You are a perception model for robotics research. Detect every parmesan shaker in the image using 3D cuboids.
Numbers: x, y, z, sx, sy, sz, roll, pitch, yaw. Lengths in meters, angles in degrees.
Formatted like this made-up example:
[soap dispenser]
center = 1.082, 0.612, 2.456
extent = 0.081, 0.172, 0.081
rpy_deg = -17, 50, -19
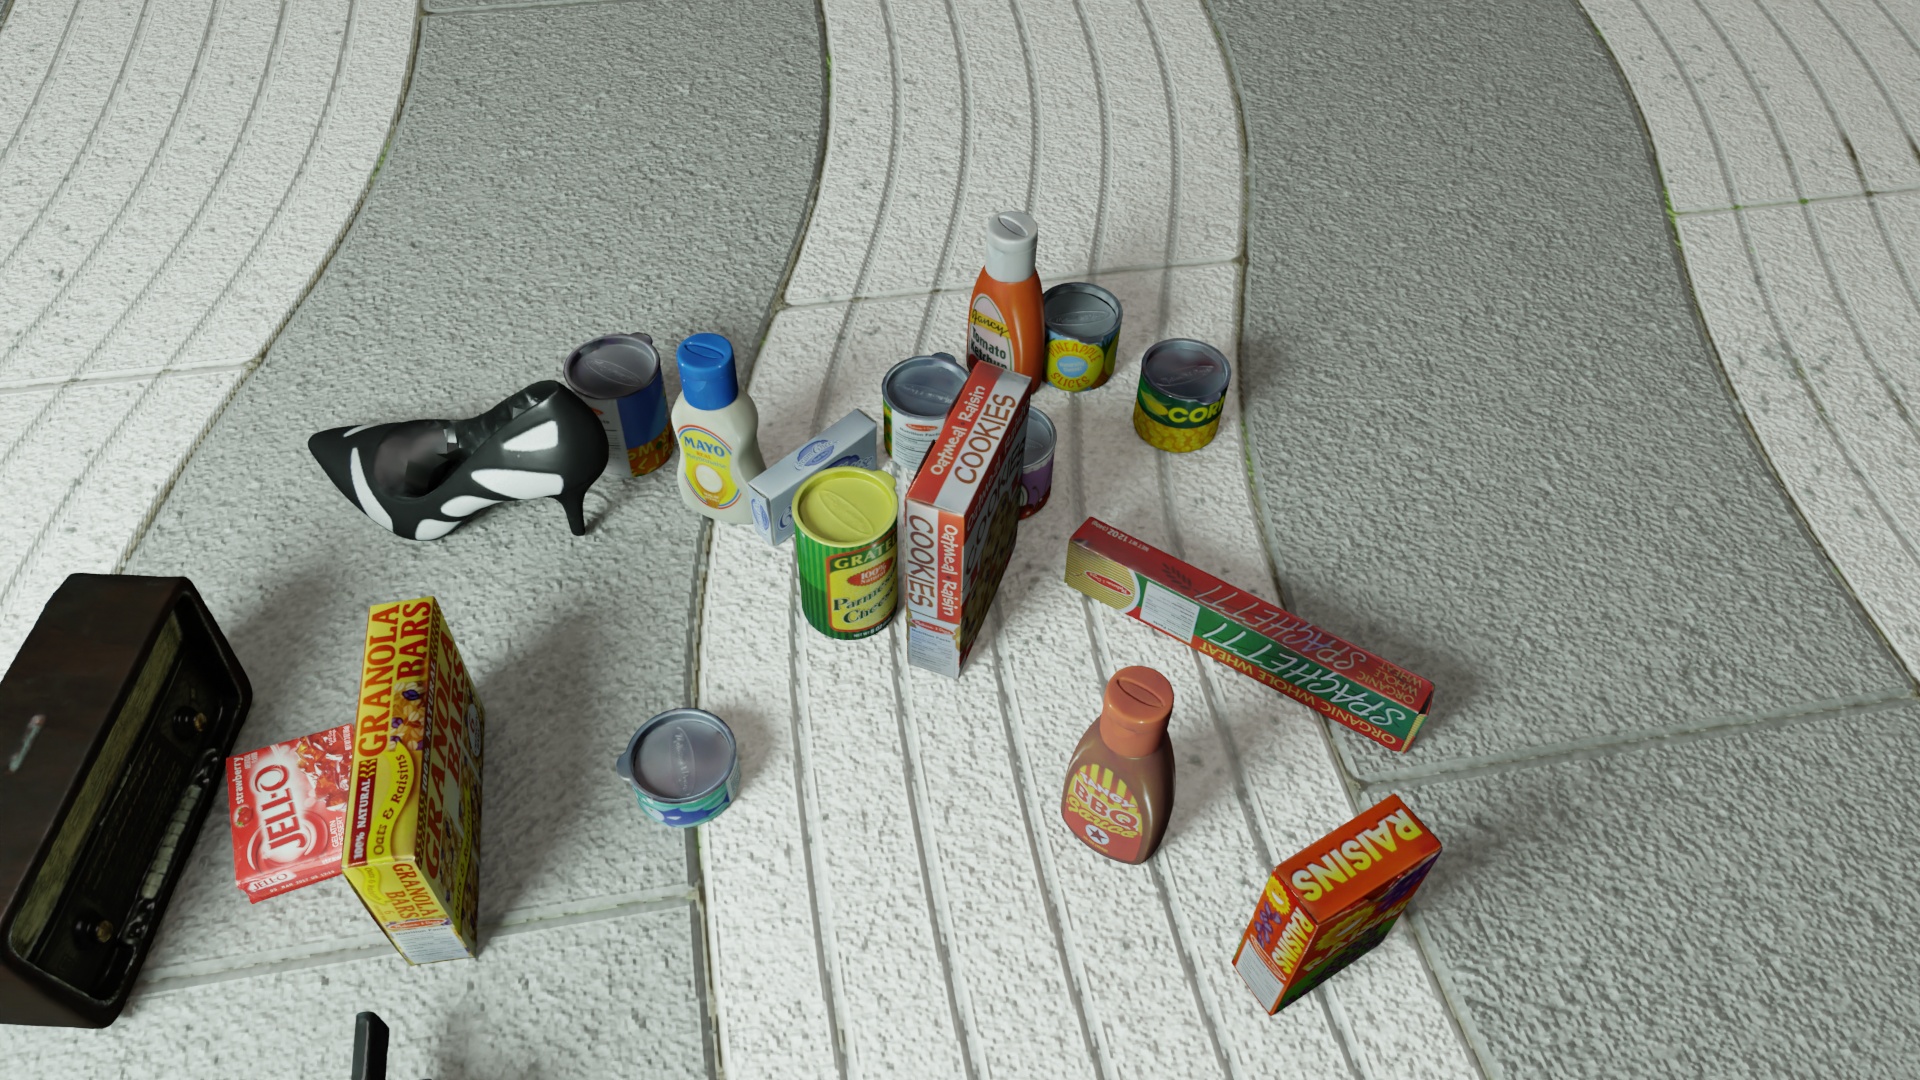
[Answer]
[parmesan shaker]
center = -0.071, 0.009, 0.903
extent = 0.071, 0.102, 0.072
rpy_deg = 1, 50, -1

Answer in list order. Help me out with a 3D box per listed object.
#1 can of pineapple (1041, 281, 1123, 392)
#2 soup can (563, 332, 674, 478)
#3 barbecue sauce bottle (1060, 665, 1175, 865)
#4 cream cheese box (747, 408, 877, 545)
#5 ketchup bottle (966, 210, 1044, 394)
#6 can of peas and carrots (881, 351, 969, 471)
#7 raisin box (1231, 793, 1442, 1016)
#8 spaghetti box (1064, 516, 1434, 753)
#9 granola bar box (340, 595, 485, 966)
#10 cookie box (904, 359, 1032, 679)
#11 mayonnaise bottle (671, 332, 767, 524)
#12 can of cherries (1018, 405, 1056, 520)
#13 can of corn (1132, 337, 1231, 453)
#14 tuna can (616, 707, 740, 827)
[can of pineapple]
center = 0.090, -0.156, 1.075
extent = 0.071, 0.057, 0.071
rpy_deg = 1, 50, -1
[soup can]
center = -0.242, -0.097, 0.998
extent = 0.071, 0.083, 0.072
rpy_deg = 1, 50, -1
[barbecue sauce bottle]
center = 0.093, 0.126, 0.783
extent = 0.065, 0.147, 0.044
rpy_deg = 30, 56, 21
[cream cheese box]
center = -0.102, -0.045, 0.979
extent = 0.024, 0.053, 0.104
rpy_deg = 37, 58, 25
[ketchup bottle]
center = 0.035, -0.174, 1.030
extent = 0.044, 0.148, 0.065
rpy_deg = -35, 59, -27
[can of peas and carrots]
center = -0.024, -0.094, 1.019
extent = 0.071, 0.058, 0.071
rpy_deg = 1, 50, -1
[raisin box]
center = 0.199, 0.197, 0.743
extent = 0.086, 0.122, 0.040
rpy_deg = -24, 55, -20
[spaghetti box]
center = 0.183, 0.060, 0.904
extent = 0.250, 0.050, 0.029
rpy_deg = 27, 55, 19
[granola bar box]
center = -0.302, 0.134, 0.777
extent = 0.039, 0.123, 0.166
rpy_deg = -7, 51, -8
[cookie box]
center = 0.003, -0.011, 0.881
extent = 0.040, 0.166, 0.123
rpy_deg = 16, 52, 11
[mayonnaise bottle]
center = -0.165, -0.074, 0.940
extent = 0.065, 0.147, 0.041
rpy_deg = 18, 52, 12
[can of cherries]
center = 0.032, -0.054, 0.988
extent = 0.071, 0.058, 0.072
rpy_deg = 1, 50, -1
[can of corn]
center = 0.165, -0.106, 1.036
extent = 0.071, 0.058, 0.071
rpy_deg = 1, 50, -1
[tuna can]
center = -0.169, 0.138, 0.838
extent = 0.071, 0.032, 0.071
rpy_deg = 1, 50, -1
